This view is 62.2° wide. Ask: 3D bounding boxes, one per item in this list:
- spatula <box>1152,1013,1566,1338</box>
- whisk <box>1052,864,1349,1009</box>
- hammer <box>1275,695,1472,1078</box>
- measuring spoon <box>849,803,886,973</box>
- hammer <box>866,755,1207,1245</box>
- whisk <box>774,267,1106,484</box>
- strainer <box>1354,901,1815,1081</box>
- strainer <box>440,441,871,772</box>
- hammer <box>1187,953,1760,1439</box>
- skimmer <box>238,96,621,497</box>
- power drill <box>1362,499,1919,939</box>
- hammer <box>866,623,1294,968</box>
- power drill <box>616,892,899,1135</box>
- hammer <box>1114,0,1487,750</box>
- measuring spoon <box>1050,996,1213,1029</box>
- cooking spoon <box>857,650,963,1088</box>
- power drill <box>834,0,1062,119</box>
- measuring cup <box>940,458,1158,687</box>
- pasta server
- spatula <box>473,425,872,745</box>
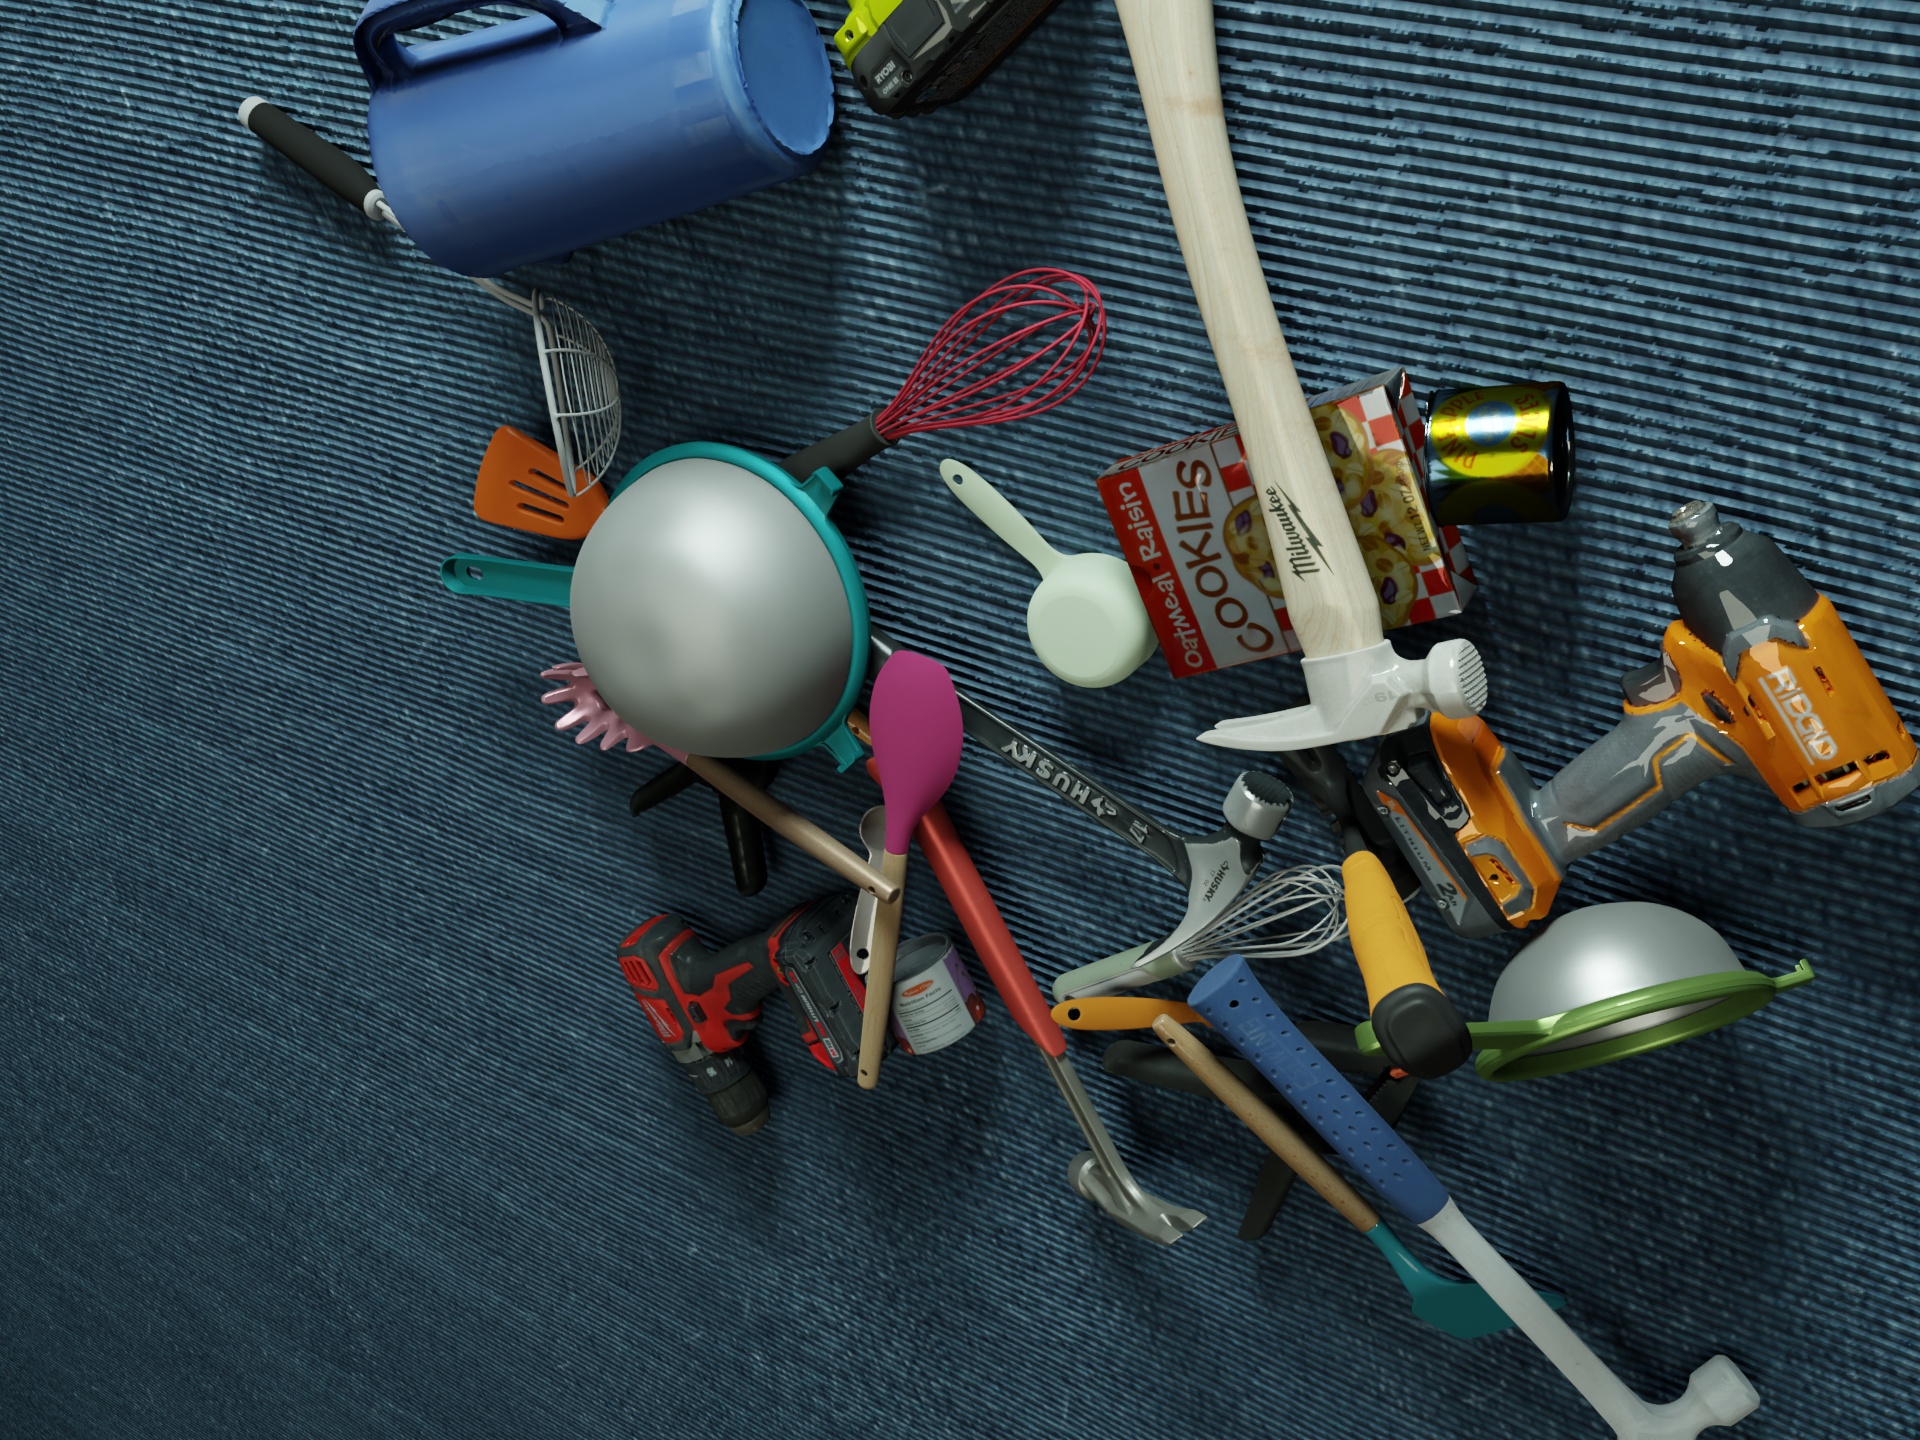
[{"bbox_3d":[0.236,0.286,0.983,0.317,0.044,0.082,44,128,-5],"label":"spatula"},{"bbox_3d":[0.145,0.141,0.983,0.057,0.059,0.246,36,138,-25],"label":"whisk"},{"bbox_3d":[0.190,0.076,0.745,0.034,0.337,0.127,-33,94,13],"label":"hammer"},{"bbox_3d":[-0.059,0.114,1.087,0.034,0.018,0.124,10,104,-3],"label":"measuring spoon"},{"bbox_3d":[0.040,0.175,1.040,0.359,0.037,0.149,62,161,-7],"label":"hammer"},{"bbox_3d":[-0.030,-0.174,0.909,0.296,0.073,0.073,-21,104,44],"label":"whisk"},{"bbox_3d":[0.288,0.131,0.799,0.151,0.256,0.069,-43,51,48],"label":"strainer"},{"bbox_3d":[-0.223,-0.067,1.006,0.340,0.095,0.211,9,116,26],"label":"strainer"},{"bbox_3d":[0.282,0.300,0.940,0.144,0.035,0.405,-43,94,13],"label":"hammer"},{"bbox_3d":[-0.352,-0.282,1.018,0.363,0.090,0.127,37,158,11],"label":"skimmer"},{"bbox_3d":[0.318,0.003,0.781,0.226,0.084,0.164,-29,97,34],"label":"power drill"},{"bbox_3d":[-0.002,-0.003,0.981,0.409,0.036,0.149,33,123,17],"label":"hammer"},{"bbox_3d":[-0.141,0.223,1.182,0.227,0.080,0.187,-15,107,39],"label":"power drill"},{"bbox_3d":[0.131,-0.185,0.775,0.146,0.038,0.410,-13,98,37],"label":"hammer"},{"bbox_3d":[0.114,0.185,1.002,0.117,0.011,0.021,1,82,-9],"label":"measuring spoon"},{"bbox_3d":[-0.044,0.105,1.018,0.069,0.017,0.318,20,118,26],"label":"cooking spoon"},{"bbox_3d":[-0.043,-0.425,0.765,0.171,0.080,0.223,-32,94,39],"label":"power drill"},{"bbox_3d":[0.043,-0.087,0.921,0.167,0.038,0.083,44,129,0],"label":"measuring cup"},{"bbox_3d":[-0.165,0.041,1.064,0.316,0.040,0.060,31,132,28],"label":"pasta server"},{"bbox_3d":[-0.186,-0.081,1.062,0.322,0.041,0.081,37,128,7],"label":"spatula"}]
